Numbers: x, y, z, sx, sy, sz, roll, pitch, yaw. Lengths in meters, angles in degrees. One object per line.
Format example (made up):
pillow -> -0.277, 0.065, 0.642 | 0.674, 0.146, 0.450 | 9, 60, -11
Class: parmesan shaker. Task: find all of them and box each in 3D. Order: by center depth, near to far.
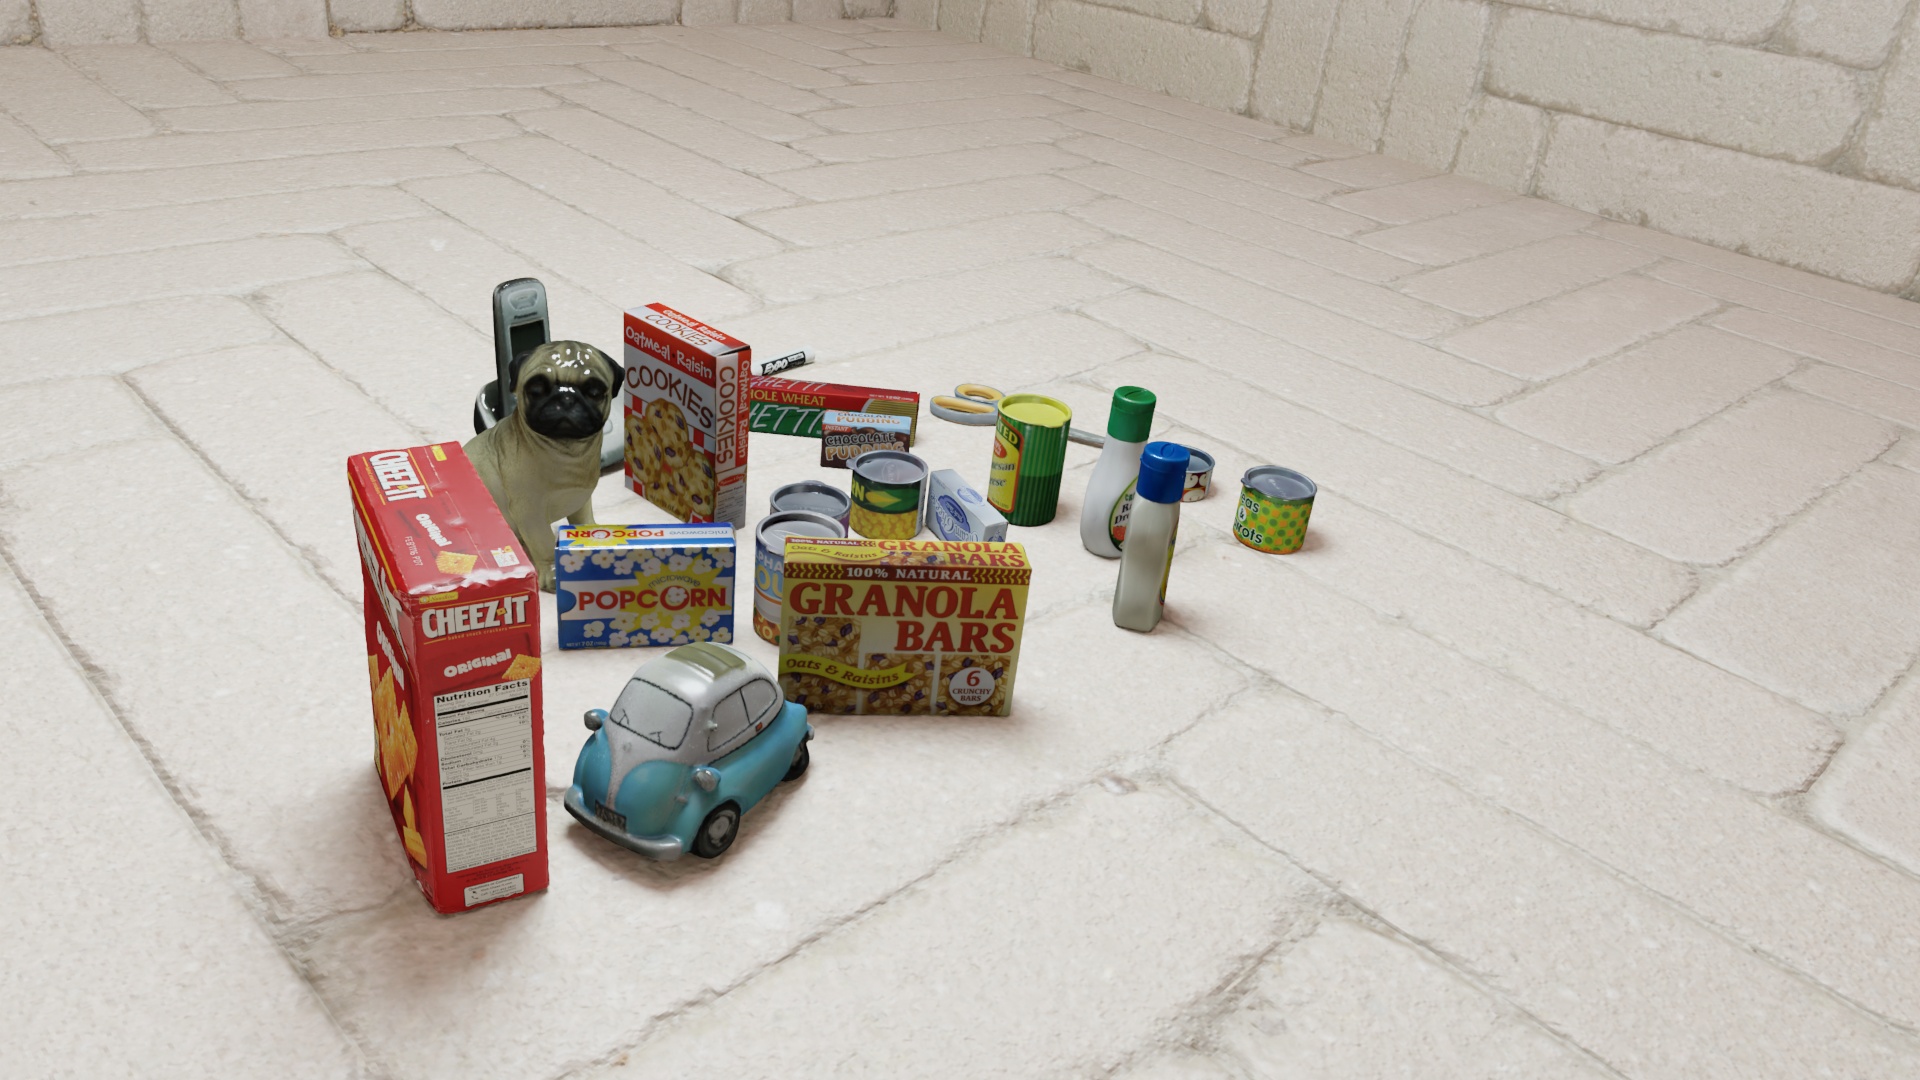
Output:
parmesan shaker -> 0.061, -0.071, 1.244 | 0.071, 0.102, 0.071 | 5, 28, -3

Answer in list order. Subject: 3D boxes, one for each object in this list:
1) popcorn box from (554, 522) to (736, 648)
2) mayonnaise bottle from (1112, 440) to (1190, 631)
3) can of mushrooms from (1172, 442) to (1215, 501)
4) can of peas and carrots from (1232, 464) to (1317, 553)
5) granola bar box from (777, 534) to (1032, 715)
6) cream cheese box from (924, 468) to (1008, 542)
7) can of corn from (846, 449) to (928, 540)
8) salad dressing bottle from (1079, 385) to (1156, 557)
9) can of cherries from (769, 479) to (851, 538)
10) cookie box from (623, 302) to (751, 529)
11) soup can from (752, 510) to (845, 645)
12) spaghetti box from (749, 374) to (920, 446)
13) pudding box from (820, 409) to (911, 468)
popcorn box -> -0.228, 0.033, 1.010 | 0.127, 0.084, 0.038 | -1, 29, -14
mayonnaise bottle -> 0.151, -0.005, 1.096 | 0.041, 0.147, 0.065 | 13, 29, 12
can of mushrooms -> 0.208, -0.066, 1.341 | 0.071, 0.033, 0.071 | 5, 28, -3
can of peas and carrots -> 0.282, -0.028, 1.261 | 0.071, 0.058, 0.071 | 5, 28, -3
granola bar box -> -0.042, 0.060, 0.960 | 0.166, 0.123, 0.039 | 2, 29, -9
cream cheese box -> 0.004, -0.015, 1.181 | 0.024, 0.053, 0.104 | -9, 32, -27
can of corn -> -0.066, -0.039, 1.205 | 0.071, 0.058, 0.071 | 5, 28, -3
salad dressing bottle -> 0.138, -0.059, 1.193 | 0.044, 0.147, 0.064 | 29, 35, 35
can of cherries -> -0.123, -0.009, 1.136 | 0.071, 0.058, 0.072 | 5, 28, -3
cookie box -> -0.232, -0.103, 1.171 | 0.123, 0.166, 0.040 | 27, 34, 33
soup can -> -0.123, 0.030, 1.039 | 0.071, 0.083, 0.072 | 5, 28, -3
spaghetti box -> -0.166, -0.131, 1.359 | 0.250, 0.050, 0.029 | 5, 28, -3
pudding box -> -0.089, -0.093, 1.308 | 0.084, 0.049, 0.030 | 5, 28, -3
